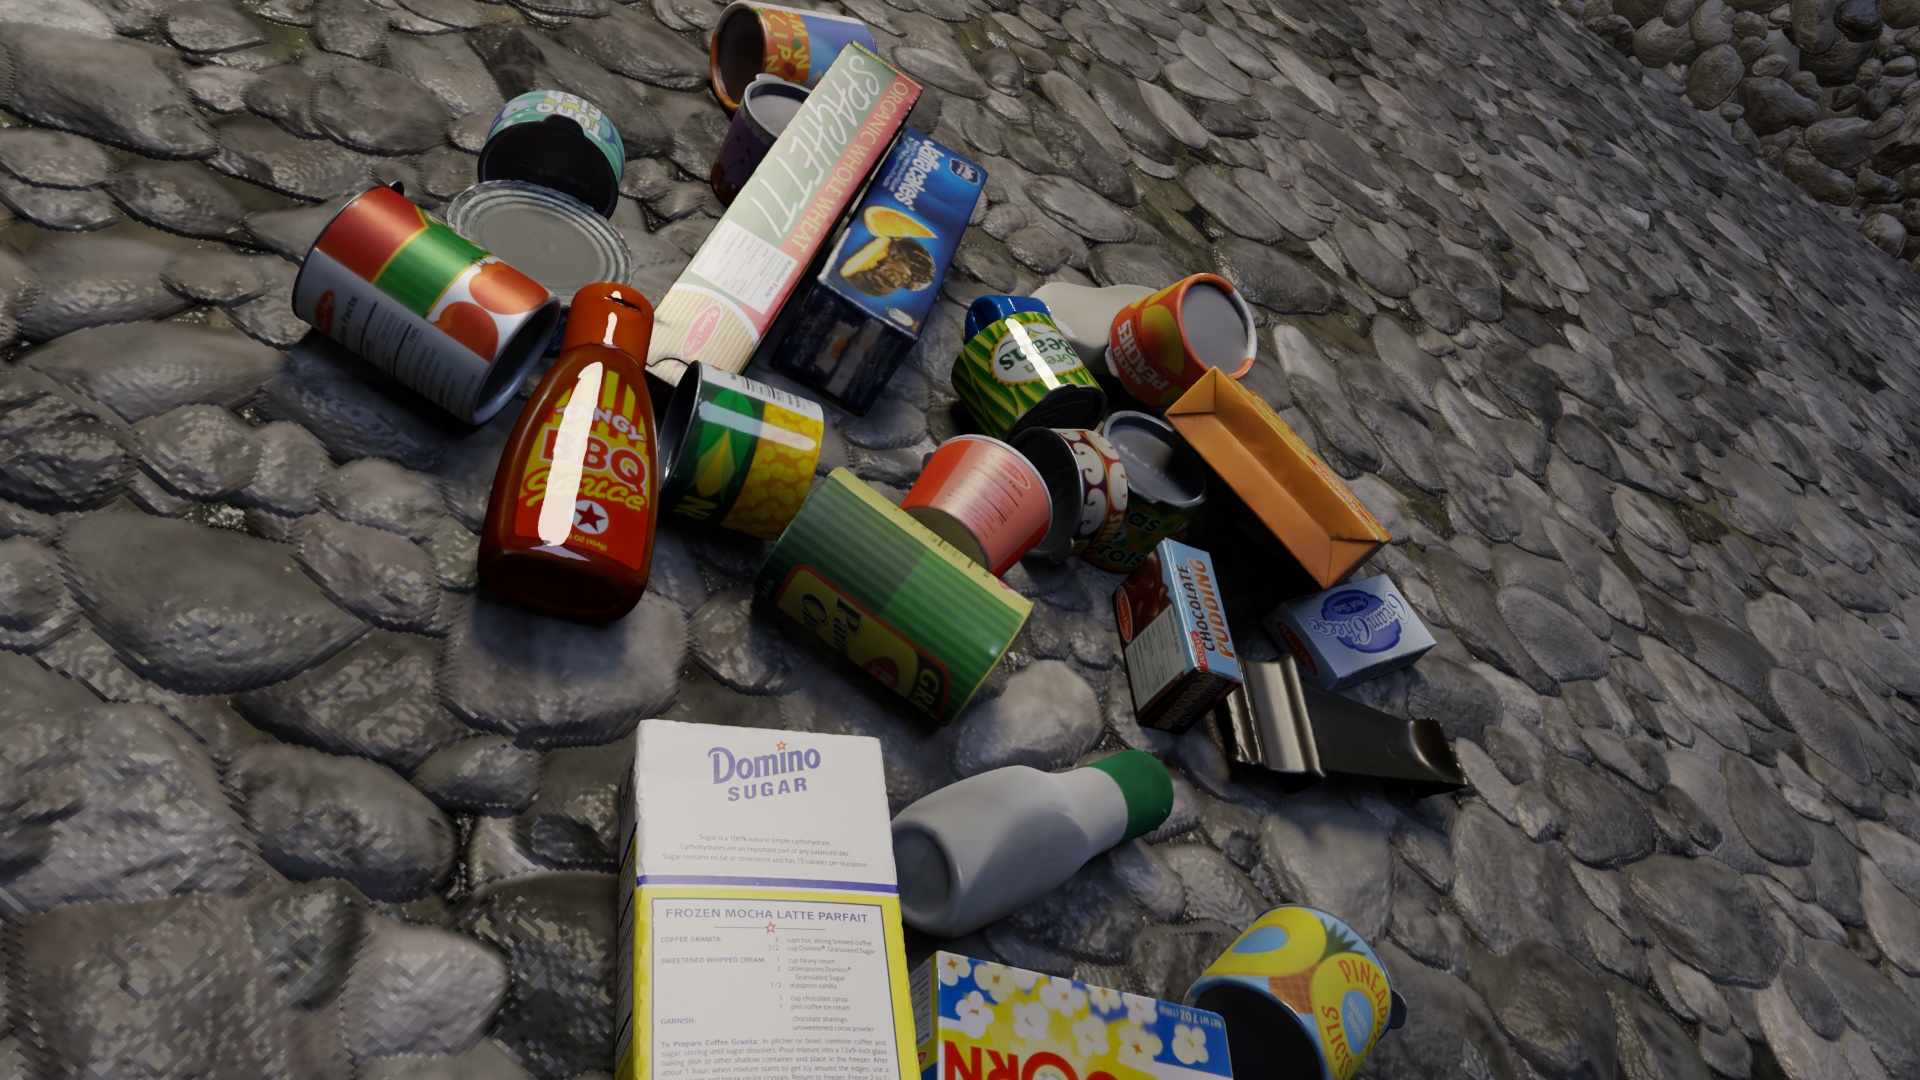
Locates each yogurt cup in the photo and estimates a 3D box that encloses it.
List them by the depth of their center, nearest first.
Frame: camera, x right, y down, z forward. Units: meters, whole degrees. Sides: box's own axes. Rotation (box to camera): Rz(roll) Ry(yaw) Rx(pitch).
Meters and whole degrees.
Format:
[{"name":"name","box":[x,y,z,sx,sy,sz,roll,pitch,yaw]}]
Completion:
[{"name":"yogurt cup","box":[0.002,-0.008,0.655,0.072,0.072,0.054,38,47,2]}]

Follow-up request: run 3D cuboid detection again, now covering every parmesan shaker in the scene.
[{"name":"parmesan shaker","box":[-0.030,0.025,0.599,0.103,0.071,0.072,35,39,0]}]

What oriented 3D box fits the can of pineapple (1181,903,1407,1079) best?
[{"name":"can of pineapple","box":[0.130,0.187,0.549,0.071,0.070,0.058,49,42,15]}]

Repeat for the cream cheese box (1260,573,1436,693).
[{"name":"cream cheese box","box":[0.220,0.053,0.782,0.104,0.024,0.053,-10,59,-42]}]

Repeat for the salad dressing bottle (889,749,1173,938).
[{"name":"salad dressing bottle","box":[0.032,0.116,0.559,0.044,0.064,0.148,37,26,32]}]

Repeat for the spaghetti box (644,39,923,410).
[{"name":"spaghetti box","box":[-0.090,-0.162,0.706,0.050,0.028,0.251,31,58,-8]}]

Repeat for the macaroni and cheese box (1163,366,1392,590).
[{"name":"macaroni and cheese box","box":[0.181,-0.033,0.774,0.124,0.040,0.166,50,15,12]}]

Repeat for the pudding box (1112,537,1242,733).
[{"name":"pudding box","box":[0.105,0.046,0.685,0.030,0.049,0.084,17,43,-24]}]

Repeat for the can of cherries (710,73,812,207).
[{"name":"can of cherries","box":[-0.103,-0.220,0.791,0.071,0.058,0.072,19,43,-19]}]

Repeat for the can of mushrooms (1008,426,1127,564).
[{"name":"can of mushrooms","box":[0.051,-0.022,0.701,0.033,0.070,0.071,-2,53,-39]}]

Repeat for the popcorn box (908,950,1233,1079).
[{"name":"popcorn box","box":[0.039,0.203,0.490,0.127,0.038,0.085,19,44,-20]}]

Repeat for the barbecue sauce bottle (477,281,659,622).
[{"name":"barbecue sauce bottle","box":[-0.154,-0.041,0.572,0.065,0.043,0.149,20,50,-26]}]

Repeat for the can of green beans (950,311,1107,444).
[{"name":"can of green beans","box":[0.036,-0.080,0.747,0.071,0.071,0.058,-7,56,-40]}]

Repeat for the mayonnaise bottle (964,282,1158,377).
[{"name":"mayonnaise bottle","box":[0.071,-0.127,0.839,0.148,0.041,0.065,-4,58,-37]}]

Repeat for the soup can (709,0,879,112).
[{"name":"soup can","box":[-0.102,-0.291,0.858,0.084,0.071,0.071,-8,56,-40]}]

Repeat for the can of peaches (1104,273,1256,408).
[{"name":"can of peaches","box":[0.129,-0.116,0.810,0.071,0.058,0.071,10,73,-35]}]

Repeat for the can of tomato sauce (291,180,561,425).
[{"name":"can of tomato sauce","box":[-0.219,-0.098,0.579,0.083,0.070,0.071,33,39,-5]}]

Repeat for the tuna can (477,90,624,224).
[{"name":"tuna can","box":[-0.198,-0.185,0.677,0.071,0.070,0.033,18,41,-21]}]

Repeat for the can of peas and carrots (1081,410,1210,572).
[{"name":"can of peas and carrots","box":[0.088,-0.024,0.735,0.071,0.058,0.071,20,43,-19]}]

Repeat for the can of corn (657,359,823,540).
[{"name":"can of corn","box":[-0.100,-0.036,0.608,0.058,0.070,0.071,18,43,-22]}]
